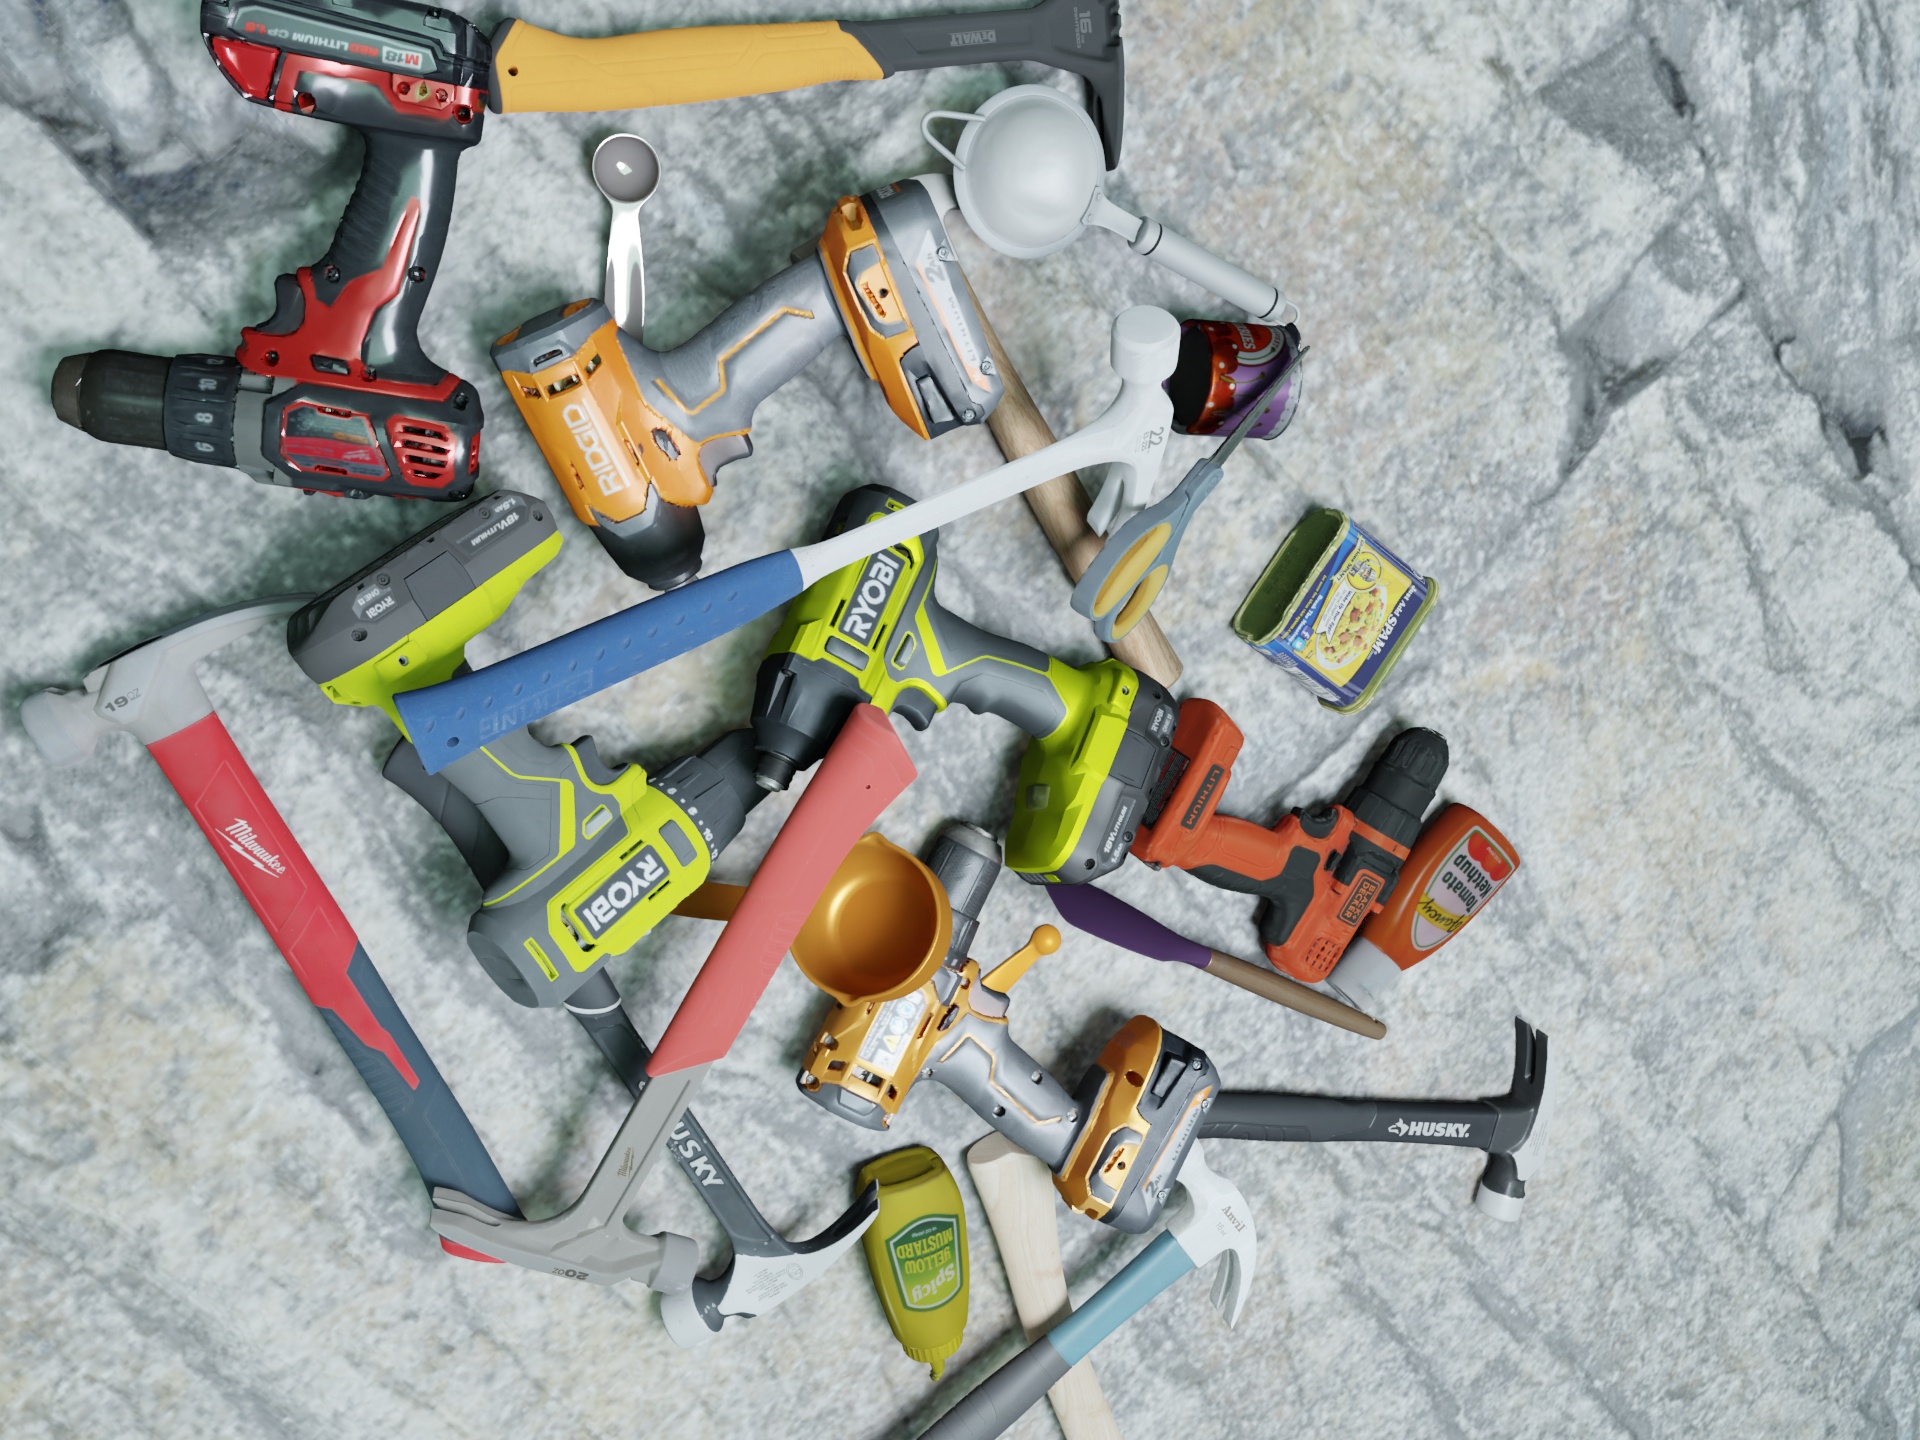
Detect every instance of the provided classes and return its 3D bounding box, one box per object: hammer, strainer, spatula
[{"bbox_3d":[0.051,0.407,1.007,0.331,0.033,0.128,-39,110,-5],"label":"hammer"},{"bbox_3d":[-0.135,0.145,0.830,0.149,0.037,0.359,25,105,-22],"label":"hammer"},{"bbox_3d":[0.095,-0.267,0.861,0.258,0.050,0.087,17,101,-32],"label":"strainer"},{"bbox_3d":[0.070,0.456,1.062,0.146,0.038,0.410,-23,110,-12],"label":"hammer"},{"bbox_3d":[-0.313,0.124,0.835,0.143,0.038,0.386,-29,111,-13],"label":"hammer"},{"bbox_3d":[-0.190,0.170,0.883,0.149,0.036,0.408,-27,109,3],"label":"hammer"},{"bbox_3d":[0.170,0.156,1.008,0.315,0.060,0.018,26,112,-33],"label":"spatula"},{"bbox_3d":[0.043,-0.153,0.902,0.130,0.031,0.331,-36,113,-8],"label":"hammer"},{"bbox_3d":[0.267,0.269,1.088,0.334,0.035,0.146,8,101,-22],"label":"hammer"},{"bbox_3d":[-0.069,-0.072,0.769,0.405,0.035,0.144,-25,146,-17],"label":"hammer"},{"bbox_3d":[-0.072,-0.332,0.813,0.337,0.034,0.127,-12,106,-17],"label":"hammer"}]

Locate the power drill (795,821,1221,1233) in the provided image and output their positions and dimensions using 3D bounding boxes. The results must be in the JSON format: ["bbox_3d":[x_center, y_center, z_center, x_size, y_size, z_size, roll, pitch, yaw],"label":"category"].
[{"bbox_3d":[0.039,0.182,0.947,0.226,0.084,0.185,28,84,-11],"label":"power drill"}]

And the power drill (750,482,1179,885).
[{"bbox_3d":[-0.001,-0.003,0.879,0.223,0.080,0.171,30,72,-22],"label":"power drill"}]

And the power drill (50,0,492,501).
[{"bbox_3d":[-0.309,-0.217,0.727,0.187,0.080,0.226,6,109,-14],"label":"power drill"}]

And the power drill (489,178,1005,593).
[{"bbox_3d":[-0.098,-0.160,0.803,0.226,0.084,0.164,-22,116,3],"label":"power drill"}]

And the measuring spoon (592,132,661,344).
[{"bbox_3d":[-0.173,-0.235,0.813,0.034,0.018,0.124,-2,111,-20],"label":"measuring spoon"}]

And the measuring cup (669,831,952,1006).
[{"bbox_3d":[-0.088,0.110,0.894,0.173,0.052,0.095,4,77,17],"label":"measuring cup"}]

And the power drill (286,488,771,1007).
[{"bbox_3d":[-0.205,0.003,0.804,0.190,0.080,0.228,-43,112,-32],"label":"power drill"}]

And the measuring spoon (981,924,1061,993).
[{"bbox_3d":[0.019,0.170,0.983,0.117,0.011,0.021,-41,113,-7],"label":"measuring spoon"}]
